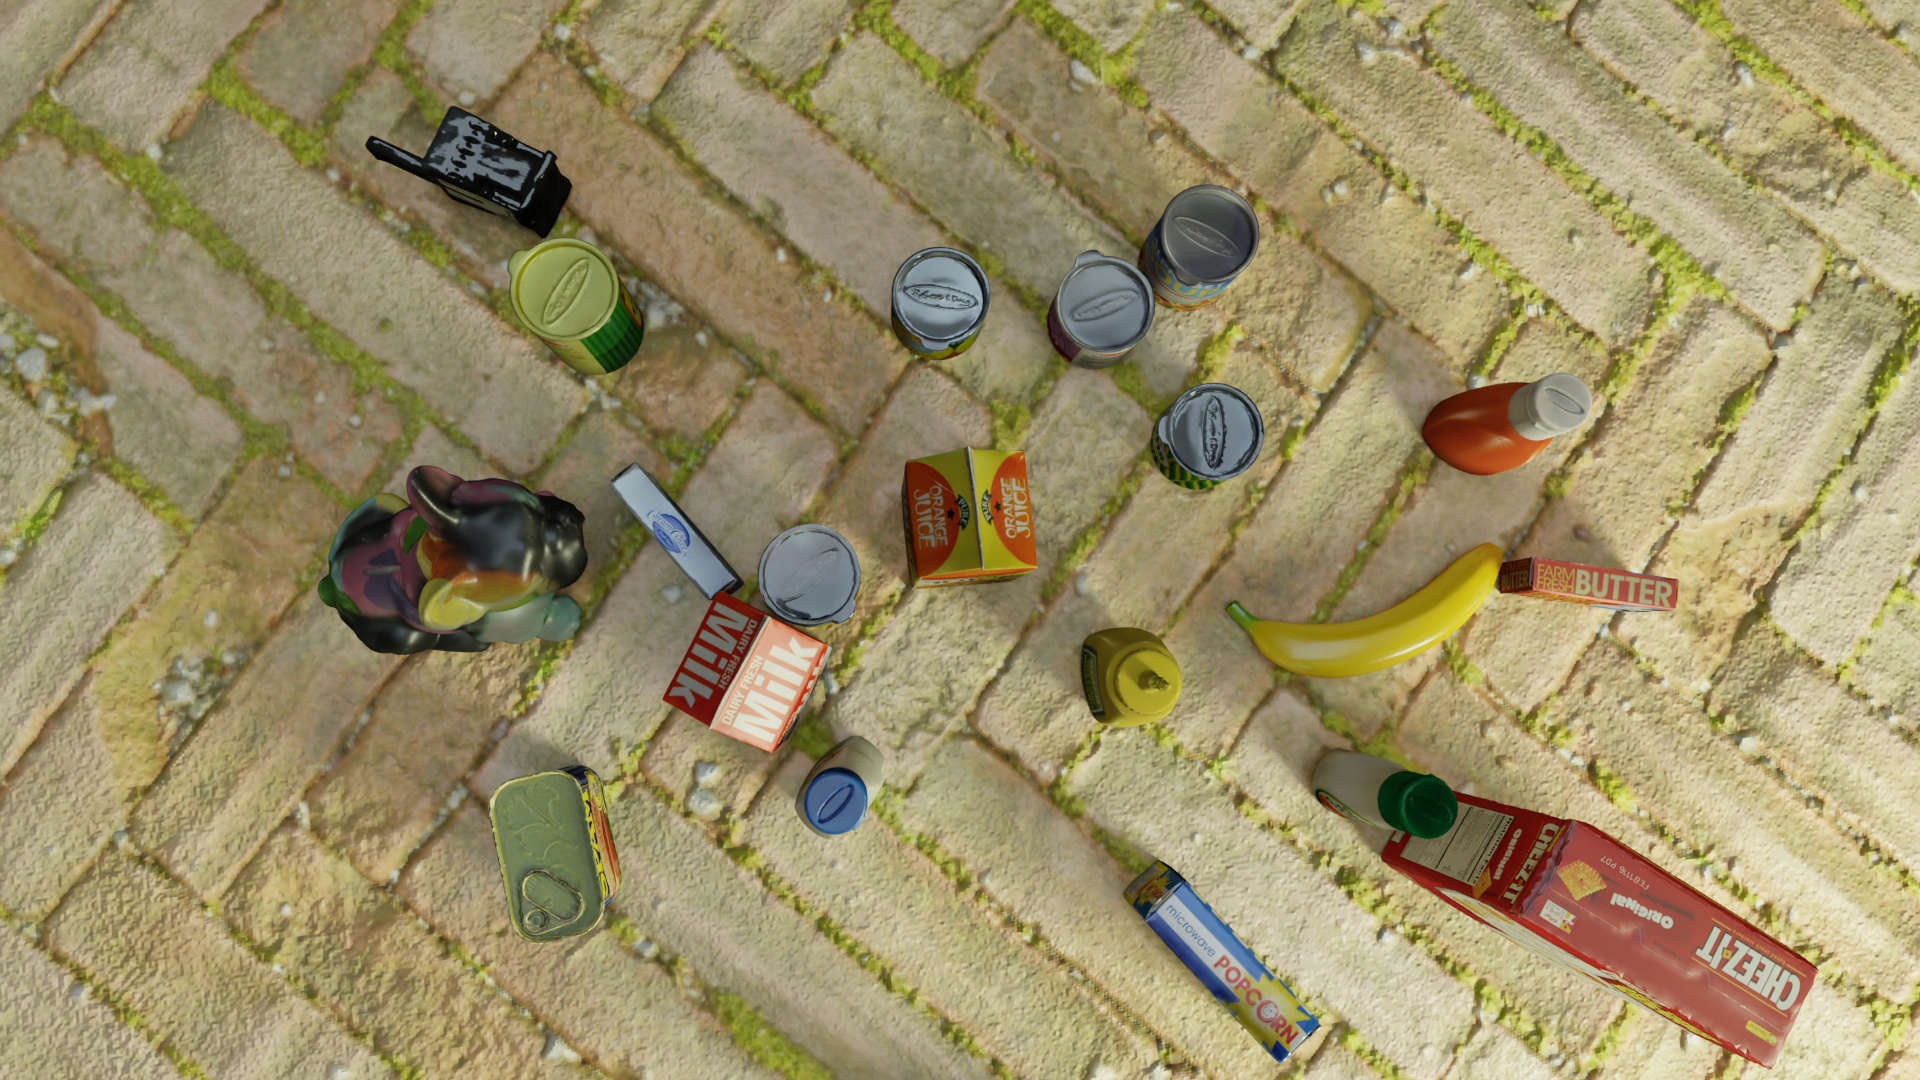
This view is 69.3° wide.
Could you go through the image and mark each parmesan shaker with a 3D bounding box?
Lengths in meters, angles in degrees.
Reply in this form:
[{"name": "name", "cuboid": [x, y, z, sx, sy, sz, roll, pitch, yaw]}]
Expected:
[{"name": "parmesan shaker", "cuboid": [-0.250, -0.152, 0.907, 0.071, 0.103, 0.071, 0, 85, -4]}]

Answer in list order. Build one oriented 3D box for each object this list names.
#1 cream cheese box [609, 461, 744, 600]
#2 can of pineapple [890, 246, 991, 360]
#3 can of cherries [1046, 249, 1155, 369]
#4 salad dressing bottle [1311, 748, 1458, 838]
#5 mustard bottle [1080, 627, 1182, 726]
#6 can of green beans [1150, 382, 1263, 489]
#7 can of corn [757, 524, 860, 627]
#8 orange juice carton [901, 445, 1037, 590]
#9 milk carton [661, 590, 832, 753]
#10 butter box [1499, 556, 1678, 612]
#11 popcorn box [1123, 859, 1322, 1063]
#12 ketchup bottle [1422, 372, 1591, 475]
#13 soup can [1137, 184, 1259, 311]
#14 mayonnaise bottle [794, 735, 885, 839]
[{"name": "cream cheese box", "cuboid": [-0.187, -0.004, 0.921, 0.024, 0.053, 0.104, -41, 88, -6]}, {"name": "can of pineapple", "cuboid": [-0.015, -0.158, 0.945, 0.071, 0.058, 0.071, 0, 85, -4]}, {"name": "can of cherries", "cuboid": [0.095, -0.157, 0.952, 0.071, 0.058, 0.071, 0, 85, -4]}, {"name": "salad dressing bottle", "cuboid": [0.270, 0.162, 0.887, 0.064, 0.147, 0.044, 30, 84, -1]}, {"name": "mustard bottle", "cuboid": [0.109, 0.087, 0.878, 0.049, 0.160, 0.065, -8, 86, -4]}, {"name": "can of green beans", "cuboid": [0.167, -0.070, 0.948, 0.071, 0.058, 0.071, 0, 85, -4]}, {"name": "can of corn", "cuboid": [-0.097, 0.027, 0.922, 0.071, 0.058, 0.071, 0, 85, -4]}, {"name": "orange juice carton", "cuboid": [0.003, -0.011, 0.864, 0.073, 0.192, 0.072, -5, 86, -4]}, {"name": "milk carton", "cuboid": [-0.127, 0.080, 0.848, 0.073, 0.190, 0.072, 26, 84, -1]}, {"name": "butter box", "cuboid": [0.431, 0.031, 0.958, 0.103, 0.053, 0.024, 8, 85, -3]}, {"name": "popcorn box", "cuboid": [0.166, 0.270, 0.902, 0.038, 0.085, 0.127, -43, 89, -6]}, {"name": "ketchup bottle", "cuboid": [0.361, -0.078, 0.916, 0.065, 0.148, 0.043, 32, 84, 0]}, {"name": "soup can", "cuboid": [0.159, -0.195, 0.947, 0.071, 0.083, 0.071, 0, 85, -4]}, {"name": "mayonnaise bottle", "cuboid": [-0.076, 0.156, 0.866, 0.041, 0.148, 0.065, 43, 84, 1]}]
